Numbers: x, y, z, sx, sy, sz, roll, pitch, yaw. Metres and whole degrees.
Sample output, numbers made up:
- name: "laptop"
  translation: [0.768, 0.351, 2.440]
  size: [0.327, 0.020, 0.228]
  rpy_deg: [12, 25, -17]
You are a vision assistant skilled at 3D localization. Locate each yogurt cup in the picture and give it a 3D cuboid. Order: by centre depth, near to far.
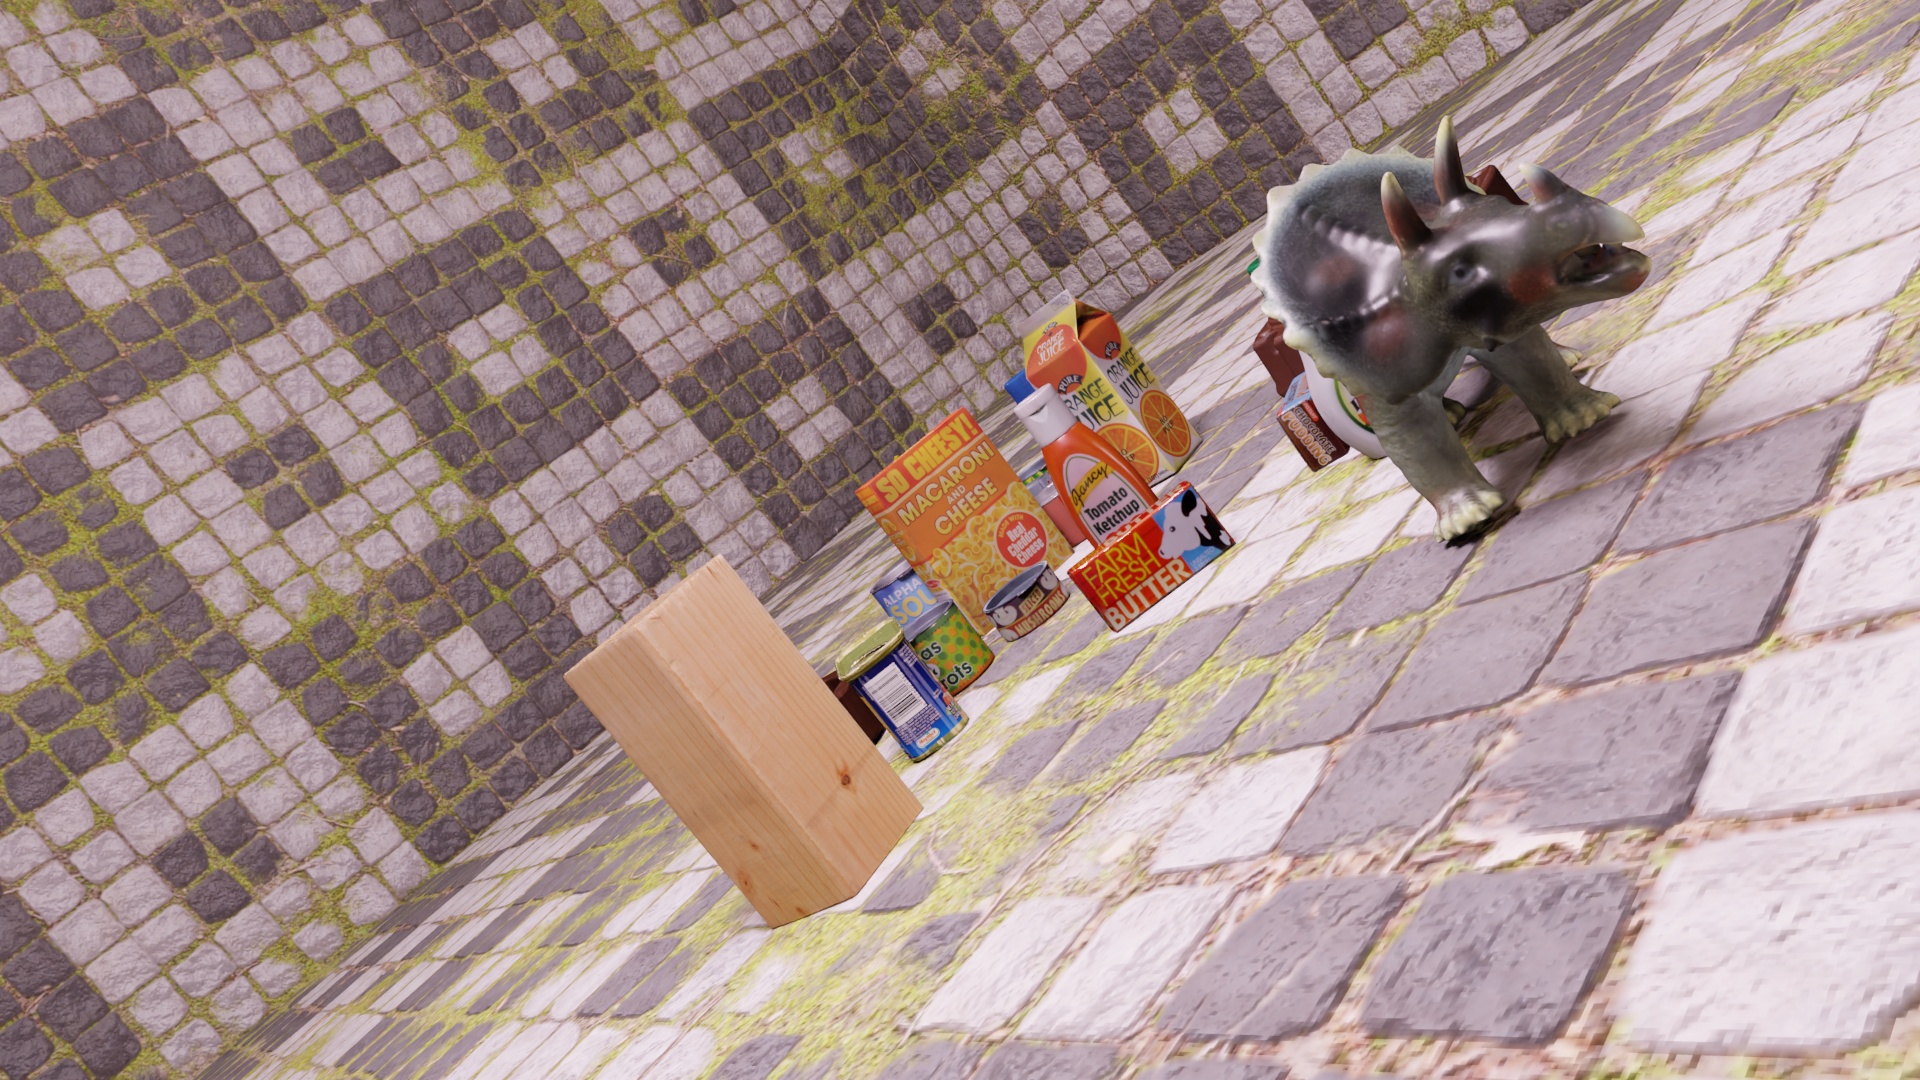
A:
- name: "yogurt cup"
  translation: [0.102, -0.028, 1.292]
  size: [0.072, 0.054, 0.072]
  rpy_deg: [-37, 7, 6]

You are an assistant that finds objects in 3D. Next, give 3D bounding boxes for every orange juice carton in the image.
- name: "orange juice carton"
  translation: [0.132, -0.138, 1.291]
  size: [0.071, 0.192, 0.073]
  rpy_deg: [-31, 9, 41]

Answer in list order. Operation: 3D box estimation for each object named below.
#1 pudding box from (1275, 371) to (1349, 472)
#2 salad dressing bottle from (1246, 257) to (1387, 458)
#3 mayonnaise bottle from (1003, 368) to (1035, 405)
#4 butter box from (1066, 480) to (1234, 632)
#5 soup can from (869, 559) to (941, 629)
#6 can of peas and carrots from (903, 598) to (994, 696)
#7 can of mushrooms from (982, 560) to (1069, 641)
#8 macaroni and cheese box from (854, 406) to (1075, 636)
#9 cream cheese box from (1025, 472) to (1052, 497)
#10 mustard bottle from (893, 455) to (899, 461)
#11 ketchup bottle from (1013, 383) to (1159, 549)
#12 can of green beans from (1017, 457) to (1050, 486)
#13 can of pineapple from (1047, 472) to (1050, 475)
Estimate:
- name: "pudding box"
  translation: [0.252, -0.088, 0.979]
  size: [0.030, 0.049, 0.084]
  rpy_deg: [-33, 9, 32]
- name: "salad dressing bottle"
  translation: [0.237, -0.122, 0.877]
  size: [0.064, 0.147, 0.044]
  rpy_deg: [-38, 7, -8]
- name: "mayonnaise bottle"
  translation: [0.102, -0.112, 1.435]
  size: [0.041, 0.148, 0.065]
  rpy_deg: [-34, 8, 25]
- name: "butter box"
  translation: [0.128, 0.011, 0.937]
  size: [0.103, 0.053, 0.024]
  rpy_deg: [-37, 7, 2]
- name: "soup can"
  translation: [-0.031, 0.059, 1.262]
  size: [0.071, 0.083, 0.071]
  rpy_deg: [-37, 7, 6]
- name: "can of peas and carrots"
  translation: [-0.016, 0.090, 1.104]
  size: [0.071, 0.058, 0.071]
  rpy_deg: [-37, 7, 6]
- name: "can of mushrooms"
  translation: [0.054, 0.049, 1.123]
  size: [0.071, 0.033, 0.071]
  rpy_deg: [-37, 7, 6]
- name: "macaroni and cheese box"
  translation: [0.004, -0.015, 1.233]
  size: [0.124, 0.166, 0.040]
  rpy_deg: [-41, 8, -25]
- name: "cream cheese box"
  translation: [0.064, -0.022, 1.436]
  size: [0.103, 0.053, 0.024]
  rpy_deg: [-32, 9, 34]
- name: "mustard bottle"
  translation: [-0.021, -0.017, 1.387]
  size: [0.049, 0.160, 0.065]
  rpy_deg: [-41, 8, -29]
- name: "ketchup bottle"
  translation: [0.100, -0.055, 1.096]
  size: [0.064, 0.148, 0.044]
  rpy_deg: [-36, 7, 15]
- name: "can of green beans"
  translation: [0.091, -0.051, 1.470]
  size: [0.071, 0.058, 0.071]
  rpy_deg: [-37, 7, 6]
- name: "can of pineapple"
  translation: [0.128, -0.062, 1.365]
  size: [0.071, 0.058, 0.071]
  rpy_deg: [-37, 7, 6]
